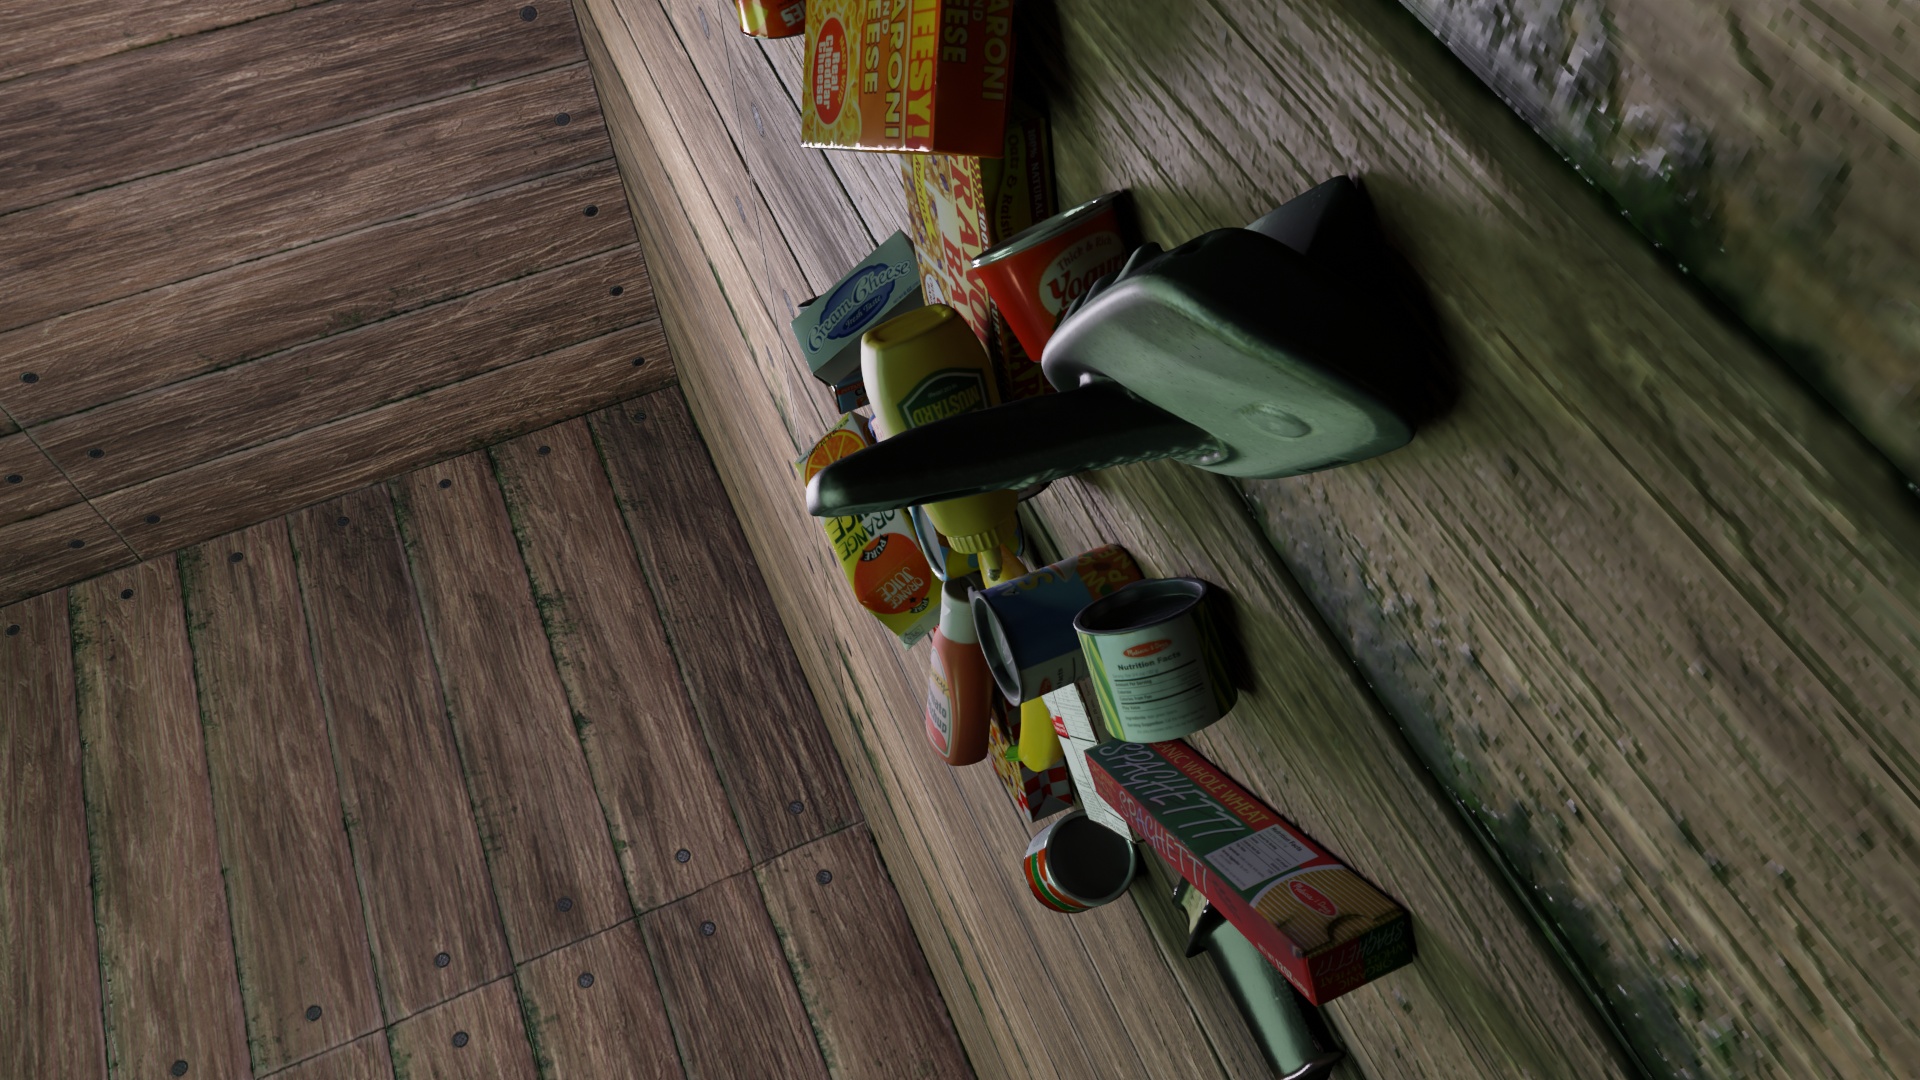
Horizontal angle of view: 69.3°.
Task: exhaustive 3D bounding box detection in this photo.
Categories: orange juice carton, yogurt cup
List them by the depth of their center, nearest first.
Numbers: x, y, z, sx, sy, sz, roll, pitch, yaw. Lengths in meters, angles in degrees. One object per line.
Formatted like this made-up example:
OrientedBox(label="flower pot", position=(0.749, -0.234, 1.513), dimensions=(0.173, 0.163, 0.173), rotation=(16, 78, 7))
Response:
OrientedBox(label="yogurt cup", position=(0.045, -0.113, 0.610), dimensions=(0.054, 0.072, 0.072), rotation=(64, 169, -13))
OrientedBox(label="orange juice carton", position=(-0.058, -0.007, 1.140), dimensions=(0.073, 0.071, 0.193), rotation=(19, -143, -53))

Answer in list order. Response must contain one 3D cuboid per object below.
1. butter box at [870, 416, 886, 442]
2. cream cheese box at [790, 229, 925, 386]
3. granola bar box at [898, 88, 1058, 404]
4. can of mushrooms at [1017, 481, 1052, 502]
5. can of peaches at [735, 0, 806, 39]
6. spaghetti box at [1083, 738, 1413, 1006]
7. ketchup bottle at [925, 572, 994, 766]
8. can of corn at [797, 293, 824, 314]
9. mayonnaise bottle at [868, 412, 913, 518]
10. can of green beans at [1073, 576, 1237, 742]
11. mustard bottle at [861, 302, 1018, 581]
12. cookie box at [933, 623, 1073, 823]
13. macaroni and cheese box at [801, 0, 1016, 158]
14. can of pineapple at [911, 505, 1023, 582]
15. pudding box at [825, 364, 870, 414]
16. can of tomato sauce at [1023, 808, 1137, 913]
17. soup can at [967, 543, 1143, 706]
OrientedBox(label="butter box", position=(-0.029, -0.090, 0.985), dimensions=(0.103, 0.053, 0.024), rotation=(167, 81, -78))
OrientedBox(label="cream cheese box", position=(-0.064, -0.156, 0.933), dimensions=(0.024, 0.103, 0.053), rotation=(31, -153, -52))
OrientedBox(label="granola bar box", position=(0.011, -0.162, 0.733), dimensions=(0.124, 0.039, 0.164), rotation=(-126, 20, -48))
OrientedBox(label="can of mushrooms", position=(0.021, -0.050, 0.810), dimensions=(0.071, 0.071, 0.033), rotation=(-130, 23, -57))
OrientedBox(label="can of peaches", position=(-0.113, -0.361, 0.889), dimensions=(0.071, 0.071, 0.057), rotation=(-125, 20, -48))
OrientedBox(label="spaghetti box", position=(0.131, 0.149, 0.691), dimensions=(0.250, 0.050, 0.028), rotation=(-146, 38, -70))
OrientedBox(label="ketchup bottle", position=(0.002, 0.091, 1.008), dimensions=(0.065, 0.043, 0.148), rotation=(-122, 29, -48))
OrientedBox(label="can of corn", position=(-0.087, -0.165, 1.085), dimensions=(0.071, 0.071, 0.058), rotation=(-145, 36, -69))
OrientedBox(label="mayonnaise bottle", position=(-0.028, -0.043, 1.083), dimensions=(0.064, 0.041, 0.148), rotation=(84, 161, -57))
OrientedBox(label="can of green beans", position=(0.094, 0.056, 0.664), dimensions=(0.071, 0.071, 0.057), rotation=(-153, 43, -72))
OrientedBox(label="mustard bottle", position=(-0.001, -0.044, 0.742), dimensions=(0.159, 0.065, 0.049), rotation=(68, 172, -26))
OrientedBox(label="cookie box", position=(0.029, 0.127, 1.112), dimensions=(0.168, 0.040, 0.122), rotation=(-131, 24, -58))
OrientedBox(label="macaroni and cheese box", position=(-0.027, -0.244, 0.646), dimensions=(0.167, 0.040, 0.123), rotation=(31, 120, 60))
OrientedBox(label="can of pineapple", position=(0.003, -0.012, 0.960), dimensions=(0.071, 0.058, 0.071), rotation=(161, 89, -77))
OrientedBox(label="pudding box", position=(-0.056, -0.127, 0.974), dimensions=(0.030, 0.084, 0.050), rotation=(82, 162, -53))
OrientedBox(label="can of tomato sauce", position=(0.085, 0.228, 0.978), dimensions=(0.082, 0.071, 0.071), rotation=(110, 138, -70))
OrientedBox(label="soup can", position=(0.056, 0.043, 0.763), dimensions=(0.071, 0.084, 0.071), rotation=(161, 89, -77))
